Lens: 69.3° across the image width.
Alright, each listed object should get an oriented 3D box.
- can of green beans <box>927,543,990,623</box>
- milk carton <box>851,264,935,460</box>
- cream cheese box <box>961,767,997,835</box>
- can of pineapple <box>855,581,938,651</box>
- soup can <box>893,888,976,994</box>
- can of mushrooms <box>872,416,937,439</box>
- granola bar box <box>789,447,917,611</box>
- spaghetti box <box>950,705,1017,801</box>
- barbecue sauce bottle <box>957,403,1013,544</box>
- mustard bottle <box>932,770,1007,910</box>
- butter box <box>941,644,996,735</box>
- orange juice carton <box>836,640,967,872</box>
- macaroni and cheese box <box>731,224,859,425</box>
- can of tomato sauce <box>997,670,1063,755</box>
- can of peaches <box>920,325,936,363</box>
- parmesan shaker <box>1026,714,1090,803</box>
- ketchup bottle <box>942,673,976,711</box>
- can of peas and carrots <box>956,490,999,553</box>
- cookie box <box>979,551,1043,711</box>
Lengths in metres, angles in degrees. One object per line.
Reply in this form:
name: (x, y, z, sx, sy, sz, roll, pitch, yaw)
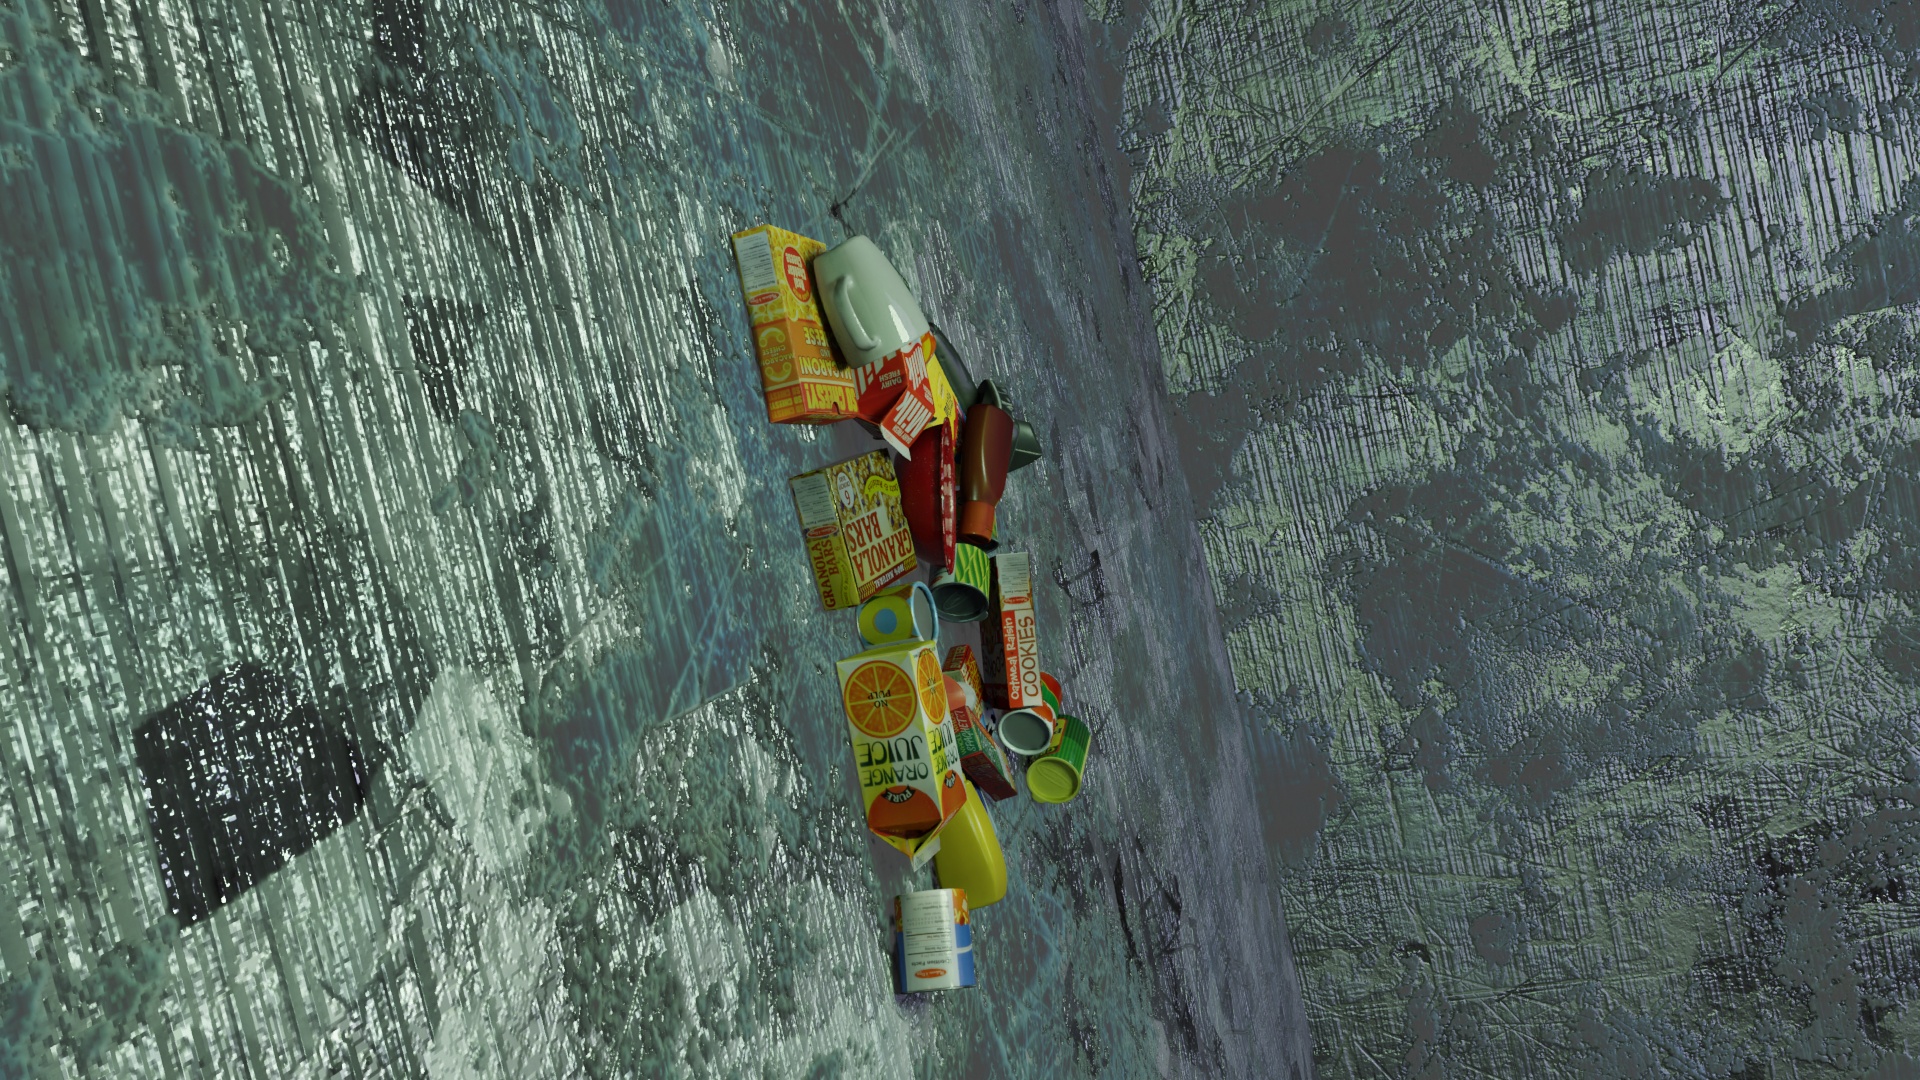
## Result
can of green beans: (-0.002, 0.045, 1.480, 0.058, 0.071, 0.071, -85, 156, -43)
milk carton: (-0.078, -0.173, 1.347, 0.072, 0.073, 0.191, 38, 37, -64)
cream cheese box: (0.008, 0.279, 1.428, 0.053, 0.024, 0.103, -68, 142, -59)
can of pineapple: (-0.059, 0.073, 1.303, 0.071, 0.058, 0.071, -13, 91, -72)
soup can: (-0.023, 0.353, 1.223, 0.071, 0.071, 0.084, 38, 43, -64)
can of mushrooms: (-0.060, -0.129, 1.407, 0.071, 0.071, 0.033, -55, 129, -66)
granola bar box: (-0.094, -0.014, 1.282, 0.166, 0.039, 0.124, -33, 110, -71)
spaghetti box: (0.022, 0.219, 1.407, 0.249, 0.029, 0.050, 62, 8, -68)
barbecue sauce bottle: (0.024, -0.070, 1.506, 0.065, 0.043, 0.149, 35, 57, -51)
mustard bottle: (-0.002, 0.273, 1.342, 0.049, 0.065, 0.160, 2, 72, -74)
butter box: (0.010, 0.169, 1.502, 0.053, 0.024, 0.103, -65, 140, -61)
orange juice carton: (-0.048, 0.191, 1.238, 0.072, 0.073, 0.192, -9, 88, -72)
macaroni and cheese box: (-0.144, -0.189, 1.242, 0.124, 0.040, 0.166, -11, 89, -71)
can of tomato sauce: (0.081, 0.200, 1.630, 0.083, 0.071, 0.071, -67, 142, -59)
can of peaches: (-0.065, -0.216, 1.450, 0.058, 0.071, 0.071, 54, 30, -50)
parmesan shaker: (0.120, 0.269, 1.708, 0.103, 0.071, 0.071, -64, 139, -64)
ketchup bottle: (-0.023, 0.160, 1.377, 0.149, 0.043, 0.065, 12, 69, -70)
can of peas and carrots: (0.006, -0.019, 1.546, 0.071, 0.071, 0.059, 40, 41, -62)
cookie box: (0.051, 0.102, 1.533, 0.123, 0.040, 0.167, 151, -65, -78)
